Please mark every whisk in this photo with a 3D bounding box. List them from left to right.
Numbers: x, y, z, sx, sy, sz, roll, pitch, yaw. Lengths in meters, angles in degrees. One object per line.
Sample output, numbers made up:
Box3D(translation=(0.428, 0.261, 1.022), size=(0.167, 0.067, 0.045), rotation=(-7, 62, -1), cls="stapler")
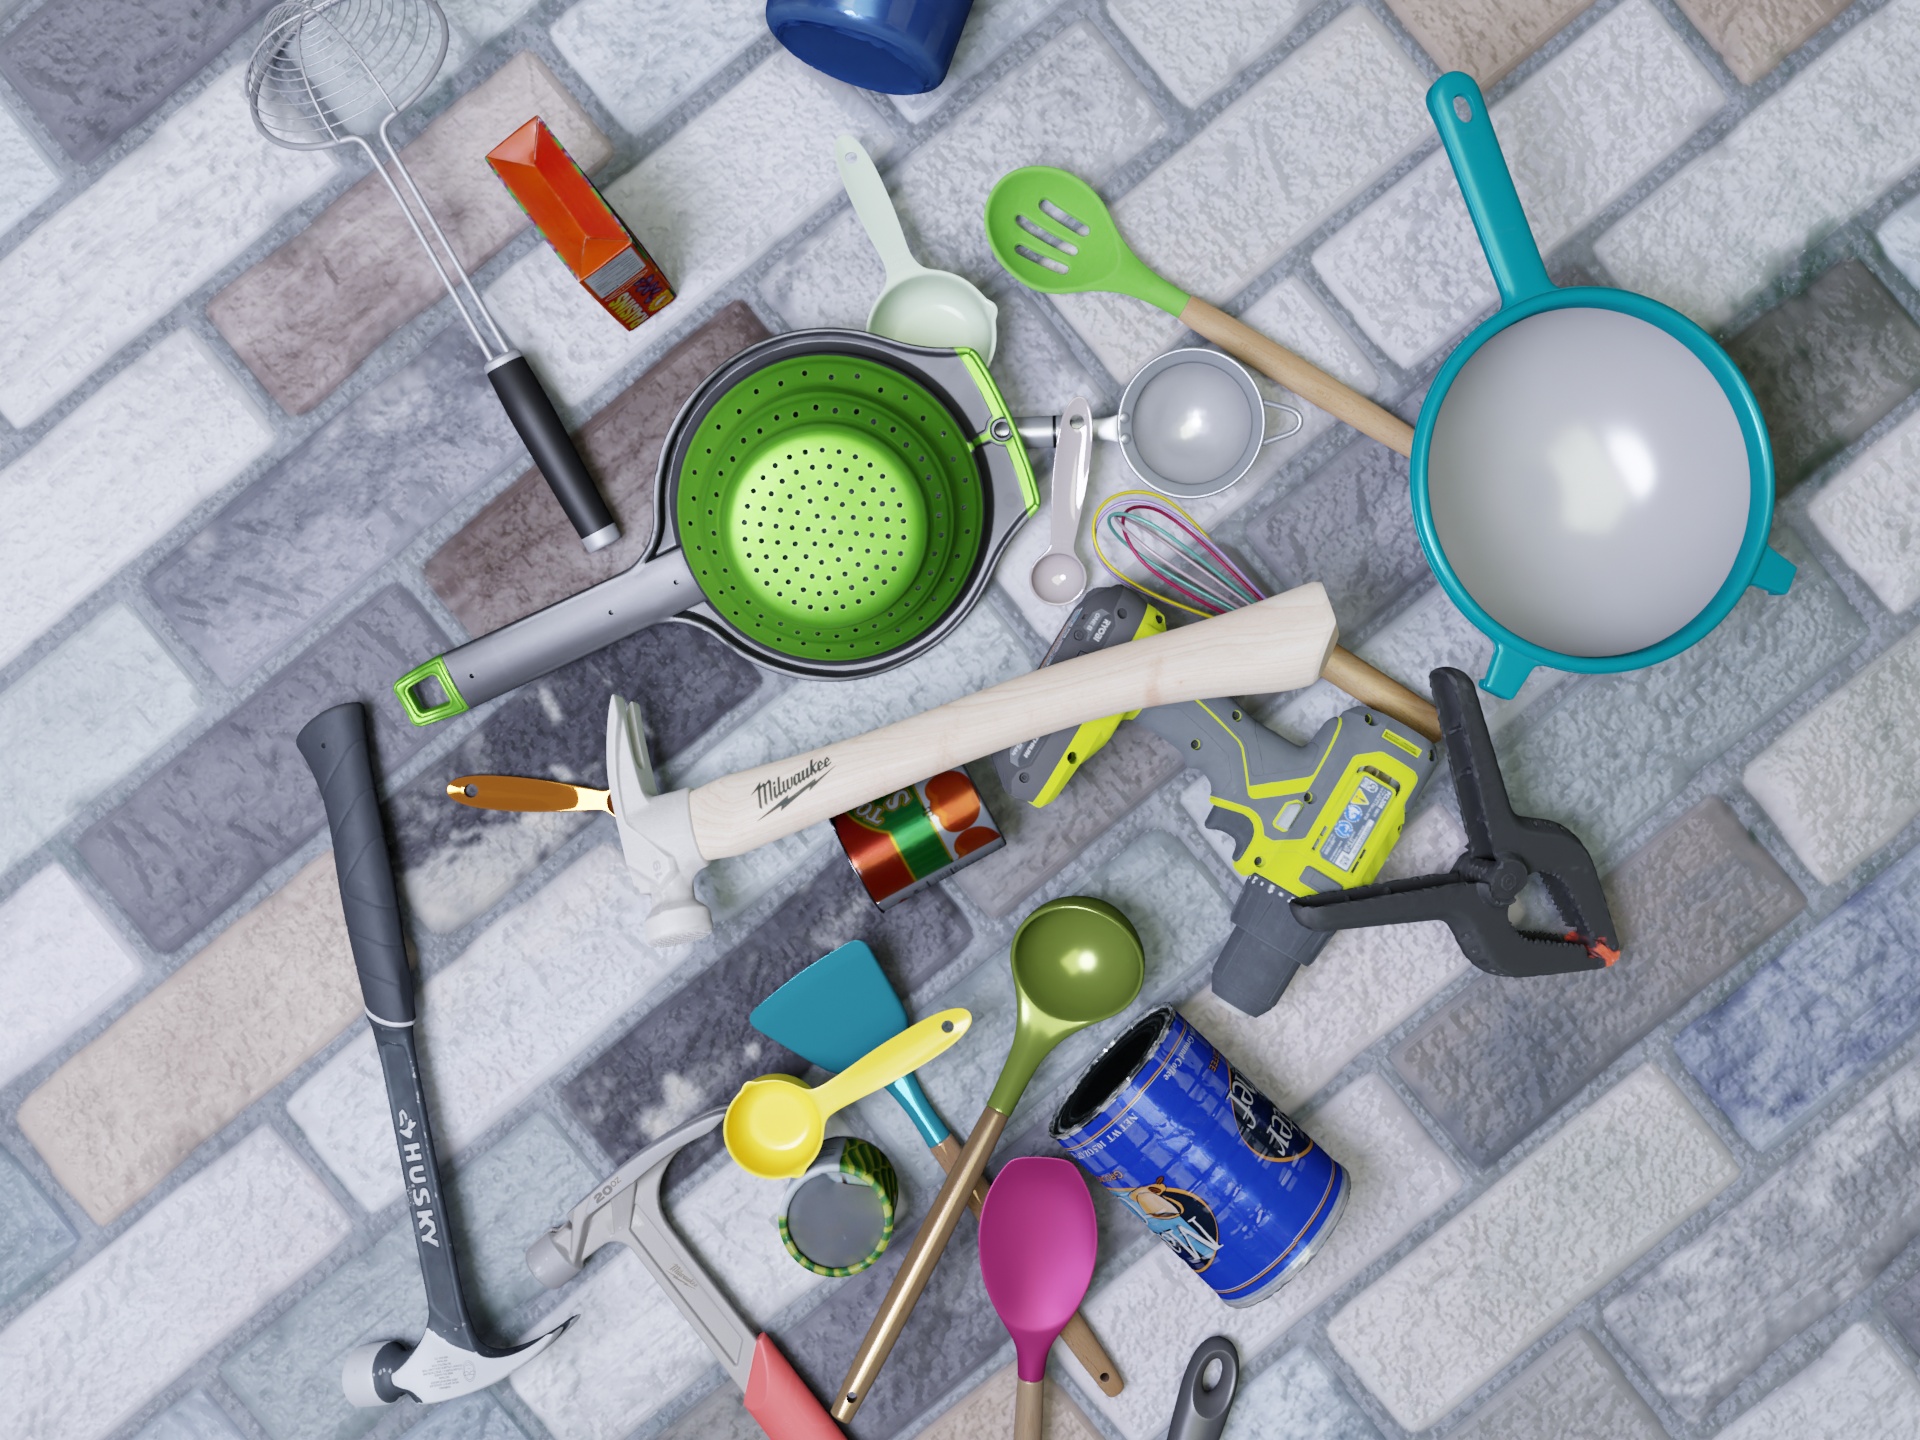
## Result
Box3D(translation=(0.110, 0.507, 0.932), size=(0.073, 0.073, 0.296), rotation=(18, 84, 0), cls="whisk")
Box3D(translation=(0.184, -0.060, 0.932), size=(0.245, 0.051, 0.047), rotation=(32, 63, -4), cls="whisk")

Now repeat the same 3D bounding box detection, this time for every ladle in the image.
Box3D(translation=(0.009, 0.245, 0.895), size=(0.078, 0.062, 0.320), rotation=(28, 79, 4), cls="ladle")

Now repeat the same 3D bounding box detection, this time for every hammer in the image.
Box3D(translation=(-0.327, 0.191, 0.931), size=(0.149, 0.036, 0.409), rotation=(-13, 87, 17), cls="hammer")
Box3D(translation=(-0.092, 0.407, 0.941), size=(0.149, 0.036, 0.359), rotation=(-38, 89, 1), cls="hammer")
Box3D(translation=(-0.001, -0.003, 0.866), size=(0.410, 0.038, 0.146), rotation=(-19, 75, 12), cls="hammer")

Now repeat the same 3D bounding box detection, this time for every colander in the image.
Box3D(translation=(-0.148, -0.080, 0.892), size=(0.397, 0.094, 0.204), rotation=(-24, 105, 5), cls="colander")

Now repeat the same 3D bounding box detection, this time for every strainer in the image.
Box3D(translation=(0.068, -0.172, 0.935), size=(0.258, 0.050, 0.087), rotation=(-1, 102, 6), cls="strainer")
Box3D(translation=(0.317, -0.190, 0.902), size=(0.211, 0.095, 0.340), rotation=(-20, 91, -8), cls="strainer")

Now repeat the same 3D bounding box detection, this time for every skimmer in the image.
Box3D(translation=(-0.295, -0.267, 0.943), size=(0.127, 0.090, 0.363), rotation=(-28, 100, 1), cls="skimmer")

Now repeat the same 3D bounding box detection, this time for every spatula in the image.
Box3D(translation=(0.001, 0.273, 0.936), size=(0.082, 0.044, 0.317), rotation=(-36, 91, 3), cls="spatula")

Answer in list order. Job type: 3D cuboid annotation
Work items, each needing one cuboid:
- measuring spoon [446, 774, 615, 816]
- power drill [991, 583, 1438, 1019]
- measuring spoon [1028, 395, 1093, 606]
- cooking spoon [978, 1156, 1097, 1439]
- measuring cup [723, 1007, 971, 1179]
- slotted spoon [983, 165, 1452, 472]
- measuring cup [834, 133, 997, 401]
Box3D(translation=(-0.250, 0.045, 0.955), size=(0.117, 0.011, 0.021), rotation=(4, 90, 4), cls="measuring spoon")
Box3D(translation=(0.136, 0.045, 0.918), size=(0.228, 0.080, 0.190), rotation=(31, 90, -3), cls="power drill")
Box3D(translation=(0.062, -0.128, 0.930), size=(0.034, 0.018, 0.124), rotation=(6, 109, -2), cls="measuring spoon")
Box3D(translation=(0.040, 0.409, 0.933), size=(0.069, 0.017, 0.319), rotation=(3, 96, 0), cls="cooking spoon")
Box3D(translation=(-0.062, 0.205, 0.907), size=(0.156, 0.029, 0.062), rotation=(-30, 92, -1), cls="measuring cup")
Box3D(translation=(0.153, -0.229, 0.941), size=(0.313, 0.031, 0.070), rotation=(30, 91, -2), cls="slotted spoon")
Box3D(translation=(-0.035, -0.263, 0.937), size=(0.083, 0.038, 0.167), rotation=(-24, 88, 1), cls="measuring cup")
